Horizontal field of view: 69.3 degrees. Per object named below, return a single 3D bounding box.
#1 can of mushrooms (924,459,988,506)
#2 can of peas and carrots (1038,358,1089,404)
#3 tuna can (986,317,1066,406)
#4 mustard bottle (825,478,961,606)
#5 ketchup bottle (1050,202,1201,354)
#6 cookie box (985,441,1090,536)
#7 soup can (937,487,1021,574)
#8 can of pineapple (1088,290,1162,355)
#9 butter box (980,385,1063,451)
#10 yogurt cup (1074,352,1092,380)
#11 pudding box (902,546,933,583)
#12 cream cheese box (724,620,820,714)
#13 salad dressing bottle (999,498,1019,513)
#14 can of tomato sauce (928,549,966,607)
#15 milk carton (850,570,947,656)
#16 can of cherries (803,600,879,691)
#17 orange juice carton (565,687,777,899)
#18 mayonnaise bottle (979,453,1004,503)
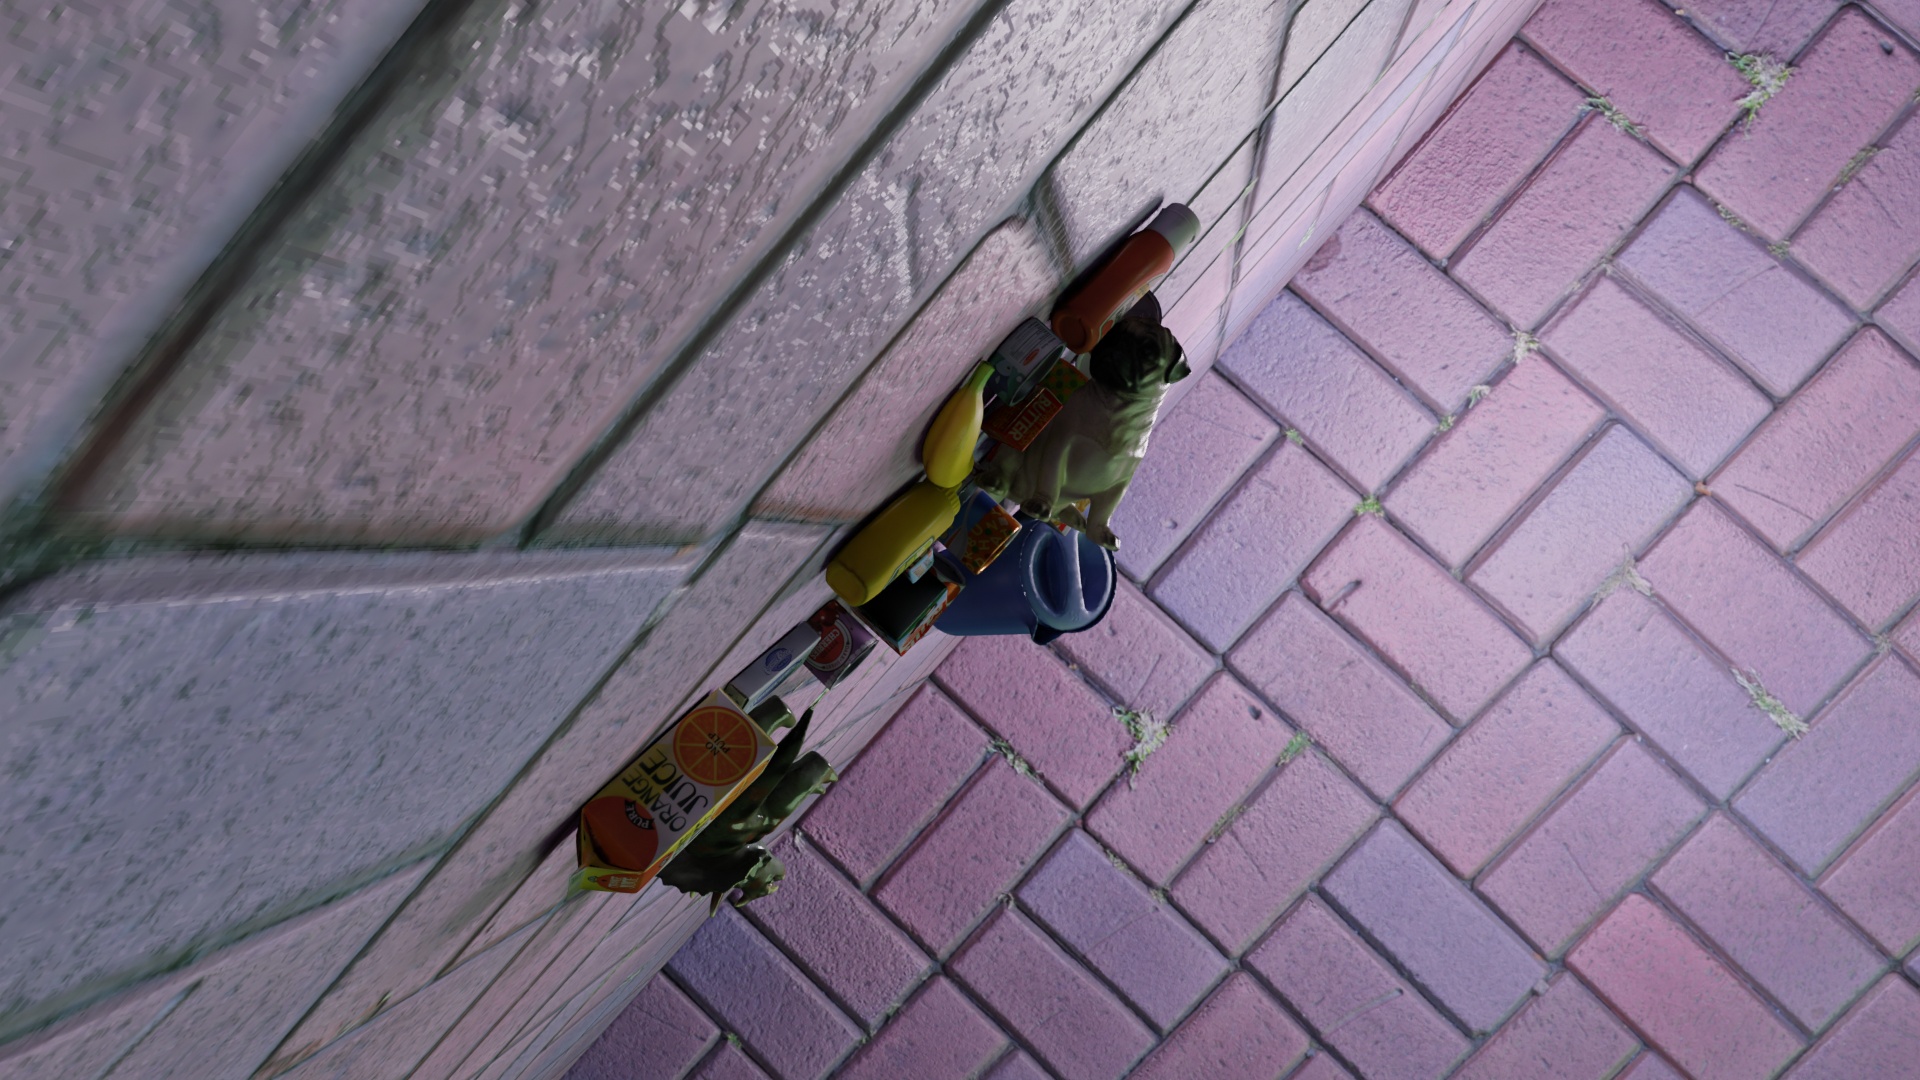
[{"bbox_3d":[-0.008,-0.049,1.255,0.071,0.033,0.071,-47,173,-7],"label":"can of mushrooms"},{"bbox_3d":[0.095,-0.127,1.293,0.059,0.071,0.071,-48,174,-2],"label":"can of peas and carrots"},{"bbox_3d":[0.048,-0.138,1.081,0.071,0.033,0.071,-46,174,-7],"label":"tuna can"},{"bbox_3d":[-0.045,-0.011,1.173,0.161,0.049,0.065,-43,177,-30],"label":"mustard bottle"},{"bbox_3d":[0.138,-0.218,1.138,0.149,0.043,0.064,-46,177,-17],"label":"ketchup bottle"},{"bbox_3d":[0.102,-0.090,1.406,0.123,0.040,0.167,-53,150,-3],"label":"cookie box"},{"bbox_3d":[0.005,-0.017,1.317,0.071,0.084,0.071,-46,174,-6],"label":"soup can"},{"bbox_3d":[0.143,-0.193,1.234,0.071,0.071,0.058,-47,174,-5],"label":"can of pineapple"},{"bbox_3d":[0.047,-0.106,1.153,0.053,0.024,0.103,-47,-163,-1],"label":"butter box"},{"bbox_3d":[0.156,-0.181,1.418,0.072,0.072,0.054,-52,180,37],"label":"yogurt cup"},{"bbox_3d":[-0.050,0.007,1.249,0.030,0.050,0.083,-45,174,-7],"label":"pudding box"},{"bbox_3d":[-0.172,0.119,1.241,0.104,0.024,0.053,-42,171,-43],"label":"cream cheese box"},{"bbox_3d":[0.043,-0.049,1.571,0.064,0.044,0.148,-49,175,13],"label":"salad dressing bottle"},{"bbox_3d":[-0.044,0.058,1.544,0.083,0.071,0.071,-50,173,14],"label":"can of tomato sauce"},{"bbox_3d":[-0.063,0.065,1.420,0.073,0.072,0.190,-47,174,-9],"label":"milk carton"},{"bbox_3d":[-0.120,0.098,1.309,0.071,0.058,0.071,-46,174,-6],"label":"can of cherries"},{"bbox_3d":[-0.245,0.216,1.128,0.193,0.073,0.071,-43,173,-33],"label":"orange juice carton"},{"bbox_3d":[0.039,-0.069,1.424,0.148,0.041,0.064,-47,167,-16],"label":"mayonnaise bottle"}]
